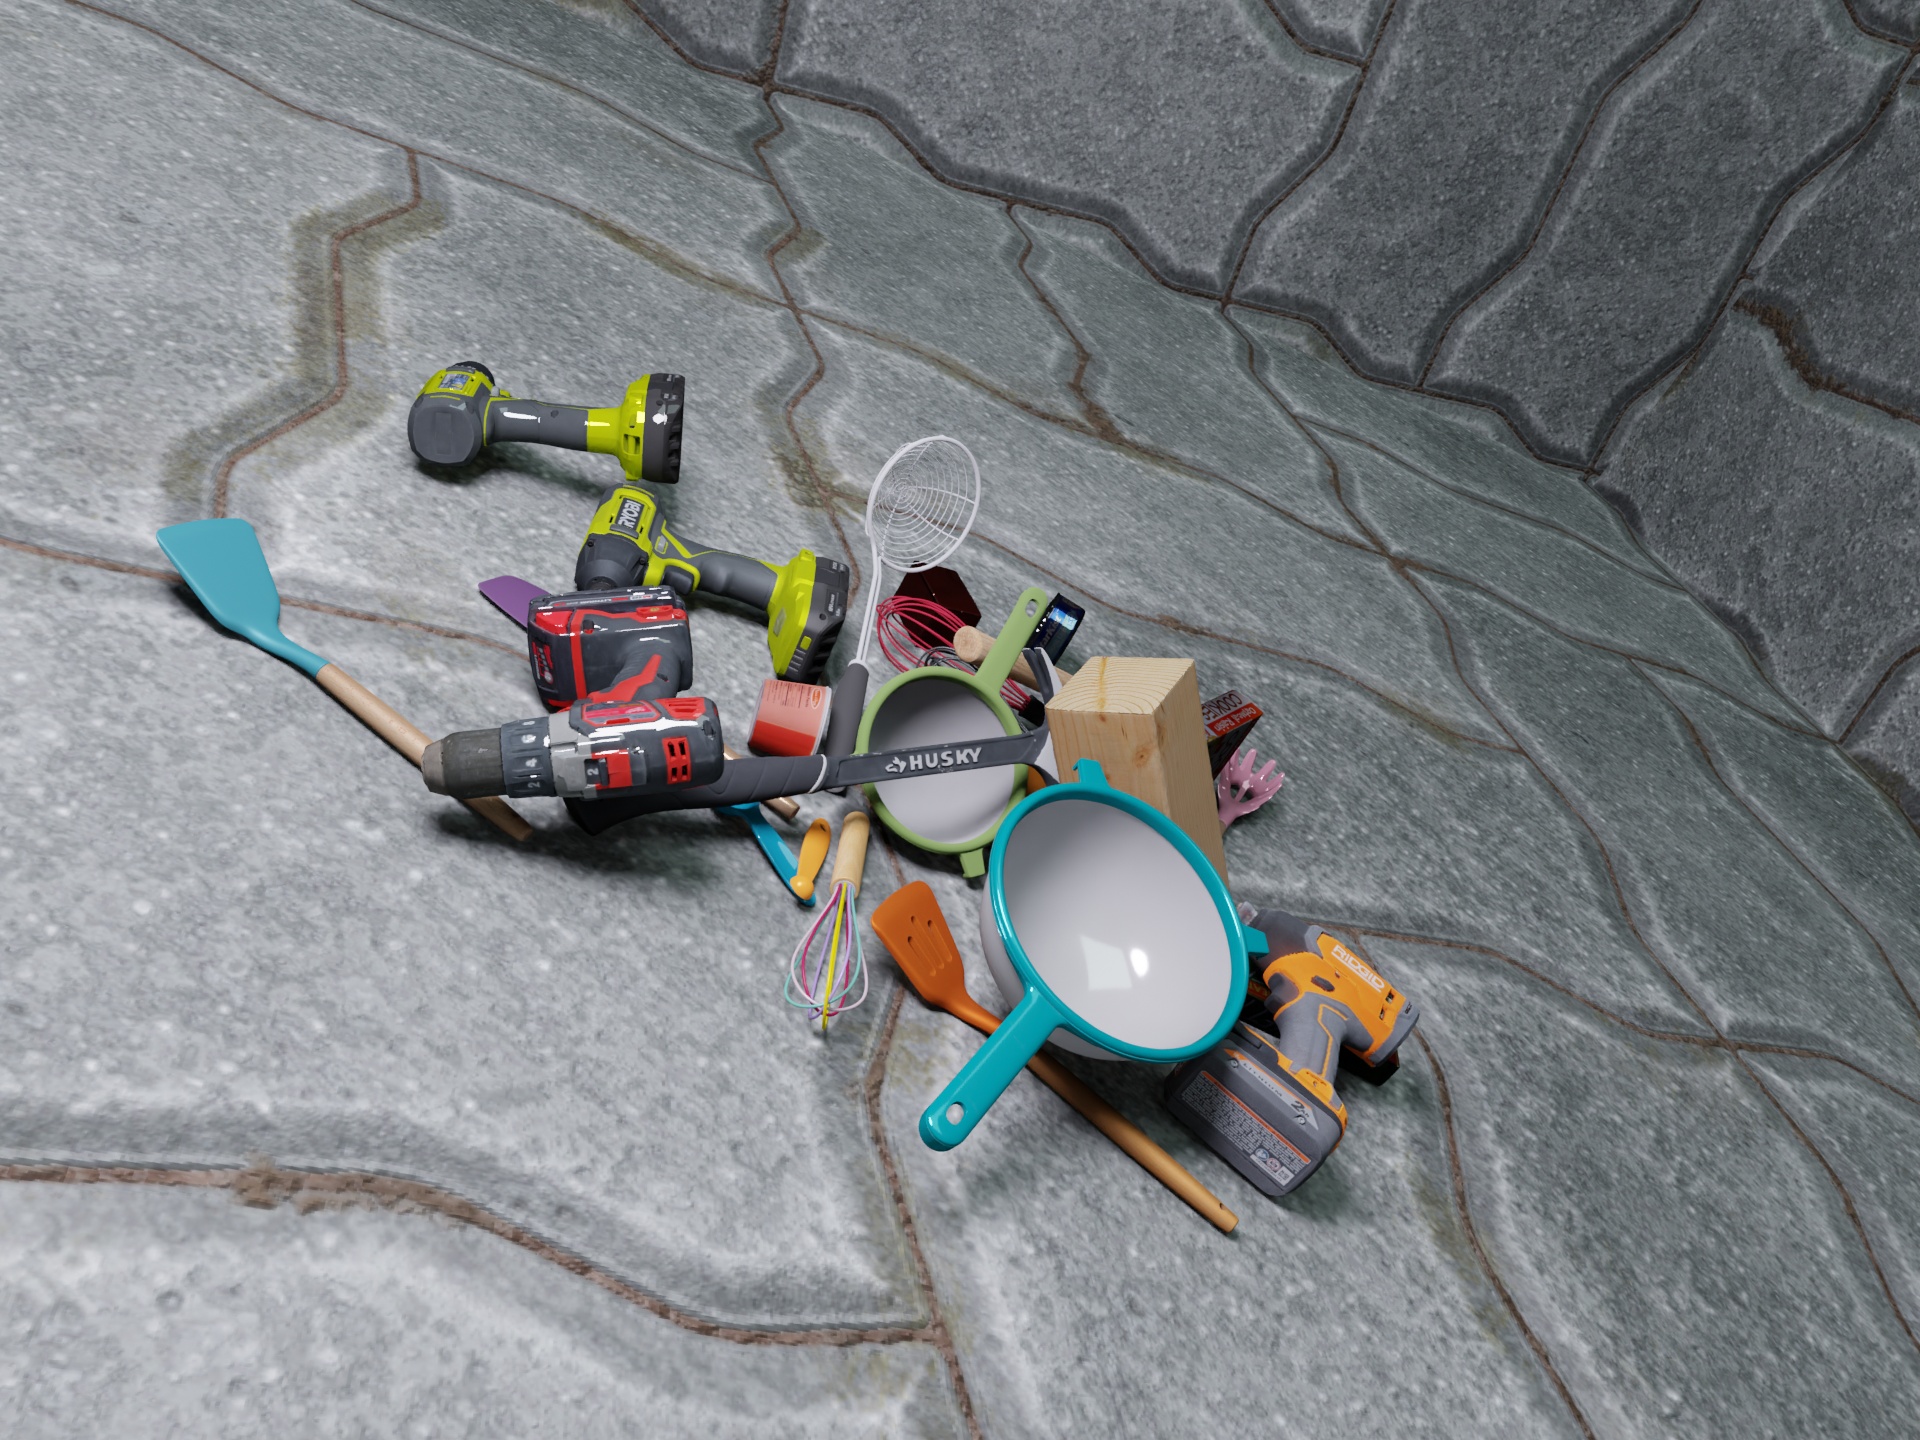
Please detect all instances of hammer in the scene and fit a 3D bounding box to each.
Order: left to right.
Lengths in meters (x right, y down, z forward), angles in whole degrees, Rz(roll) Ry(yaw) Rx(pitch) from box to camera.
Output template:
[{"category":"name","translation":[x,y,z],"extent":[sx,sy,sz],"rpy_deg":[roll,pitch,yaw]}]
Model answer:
[{"category":"hammer","translation":[-0.089,0.032,1.170],"extent":[0.408,0.149,0.036],"rpy_deg":[-6,2,-27]},{"category":"hammer","translation":[0.104,-0.028,1.474],"extent":[0.331,0.031,0.130],"rpy_deg":[21,27,-49]}]

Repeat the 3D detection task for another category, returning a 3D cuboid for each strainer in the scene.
[{"category":"strainer","translation":[-0.002,-0.004,1.297],"extent":[0.151,0.069,0.256],"rpy_deg":[38,61,-15]},{"category":"strainer","translation":[0.057,0.185,1.069],"extent":[0.211,0.095,0.340],"rpy_deg":[46,45,3]}]

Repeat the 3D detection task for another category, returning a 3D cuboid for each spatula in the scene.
[{"category":"spatula","translation":[-0.406,-0.026,1.069],"extent":[0.317,0.044,0.082],"rpy_deg":[37,22,9]},{"category":"spatula","translation":[-0.247,-0.023,1.238],"extent":[0.316,0.018,0.060],"rpy_deg":[37,29,13]},{"category":"spatula","translation":[0.066,0.236,1.102],"extent":[0.323,0.041,0.081],"rpy_deg":[39,29,12]}]

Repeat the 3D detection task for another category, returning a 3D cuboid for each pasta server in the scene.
[{"category":"pasta server","translation":[0.235,0.103,1.470],"extent":[0.060,0.040,0.316],"rpy_deg":[31,30,12]}]

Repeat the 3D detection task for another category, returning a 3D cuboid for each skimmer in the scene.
[{"category":"skimmer","translation":[-0.051,-0.094,1.357],"extent":[0.127,0.090,0.364],"rpy_deg":[61,29,-44]}]

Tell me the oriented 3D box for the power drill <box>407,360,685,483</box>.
[{"category":"power drill","translation":[-0.363,-0.274,1.417],"extent":[0.228,0.080,0.191],"rpy_deg":[3,25,-10]}]

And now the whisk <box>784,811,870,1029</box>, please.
[{"category":"whisk","translation":[-0.086,0.135,1.126],"extent":[0.245,0.051,0.047],"rpy_deg":[-86,155,-63]}]

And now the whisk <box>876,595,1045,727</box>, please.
[{"category":"whisk","translation":[0.044,-0.024,1.475],"extent":[0.295,0.073,0.073],"rpy_deg":[32,28,-11]}]

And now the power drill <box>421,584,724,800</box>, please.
[{"category":"power drill","translation":[-0.262,-0.013,1.088],"extent":[0.188,0.080,0.227],"rpy_deg":[-6,26,-10]}]

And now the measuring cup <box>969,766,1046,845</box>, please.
[{"category":"measuring cup","translation":[0.079,0.092,1.325],"extent":[0.174,0.052,0.095],"rpy_deg":[38,30,17]}]

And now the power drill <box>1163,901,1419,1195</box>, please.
[{"category":"power drill","translation":[0.241,0.232,1.200],"extent":[0.164,0.084,0.226],"rpy_deg":[40,37,11]}]

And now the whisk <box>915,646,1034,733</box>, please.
[{"category":"whisk","translation":[0.055,0.020,1.390],"extent":[0.239,0.055,0.055],"rpy_deg":[41,30,11]}]

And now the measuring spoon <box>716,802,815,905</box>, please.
[{"category":"measuring spoon","translation":[-0.147,0.089,1.165],"extent":[0.042,0.021,0.129],"rpy_deg":[-13,60,-50]}]

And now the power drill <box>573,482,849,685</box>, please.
[{"category":"power drill","translation":[-0.213,-0.113,1.356],"extent":[0.223,0.080,0.171],"rpy_deg":[19,30,-13]}]

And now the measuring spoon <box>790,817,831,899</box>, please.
[{"category":"measuring spoon","translation":[-0.107,0.098,1.171],"extent":[0.021,0.011,0.117],"rpy_deg":[45,19,-13]}]
